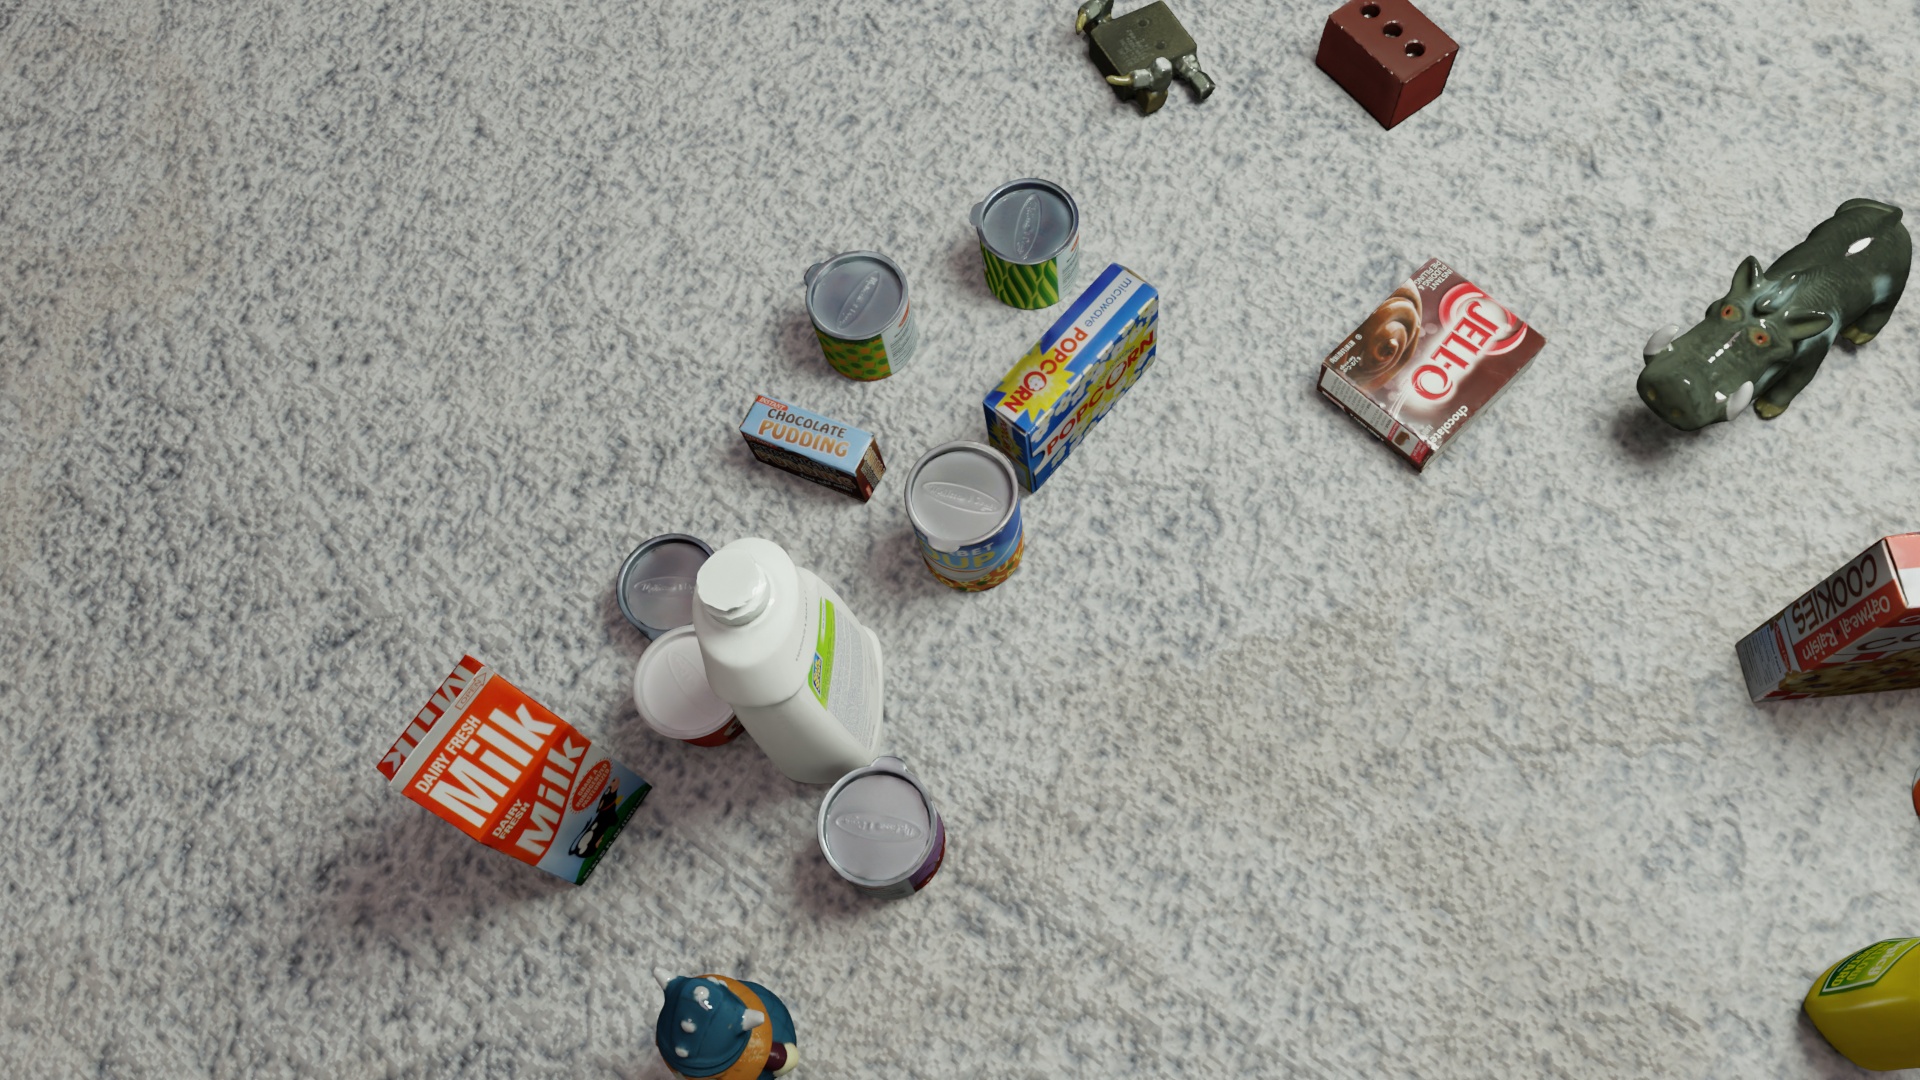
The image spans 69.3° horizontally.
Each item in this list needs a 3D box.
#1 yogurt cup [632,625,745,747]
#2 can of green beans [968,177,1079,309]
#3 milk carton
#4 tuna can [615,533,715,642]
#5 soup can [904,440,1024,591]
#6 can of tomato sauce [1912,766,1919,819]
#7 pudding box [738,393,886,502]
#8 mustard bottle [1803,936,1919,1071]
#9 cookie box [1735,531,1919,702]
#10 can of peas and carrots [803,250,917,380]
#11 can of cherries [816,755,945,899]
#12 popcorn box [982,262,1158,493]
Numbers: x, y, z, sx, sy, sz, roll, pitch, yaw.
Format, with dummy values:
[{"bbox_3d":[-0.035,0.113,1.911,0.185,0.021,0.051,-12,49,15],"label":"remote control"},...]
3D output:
[{"bbox_3d":[-0.153,0.090,0.821,0.072,0.053,0.072,-2,68,5],"label":"yogurt cup"},{"bbox_3d":[0.046,-0.195,0.917,0.071,0.057,0.071,-2,68,5],"label":"can of green beans"},{"bbox_3d":[-0.239,0.122,0.742,0.073,0.190,0.072,29,74,16],"label":"milk carton"},{"bbox_3d":[-0.176,0.034,0.857,0.071,0.032,0.071,-2,68,5],"label":"tuna can"},{"bbox_3d":[0.003,-0.010,0.831,0.071,0.083,0.071,-2,68,5],"label":"soup can"},{"bbox_3d":[0.553,0.127,0.722,0.071,0.082,0.071,-2,68,5],"label":"can of tomato sauce"},{"bbox_3d":[-0.093,-0.059,0.878,0.084,0.049,0.030,21,72,13],"label":"pudding box"},{"bbox_3d":[0.461,0.215,0.653,0.065,0.159,0.049,-35,69,-9],"label":"mustard bottle"},{"bbox_3d":[0.502,0.038,0.718,0.123,0.167,0.040,-6,68,3],"label":"cookie box"},{"bbox_3d":[-0.066,-0.147,0.907,0.071,0.058,0.071,-2,68,5],"label":"can of peas and carrots"},{"bbox_3d":[-0.042,0.162,0.778,0.071,0.058,0.072,-2,68,5],"label":"can of cherries"},{"bbox_3d":[0.070,-0.100,0.861,0.038,0.085,0.127,38,76,18],"label":"popcorn box"}]
